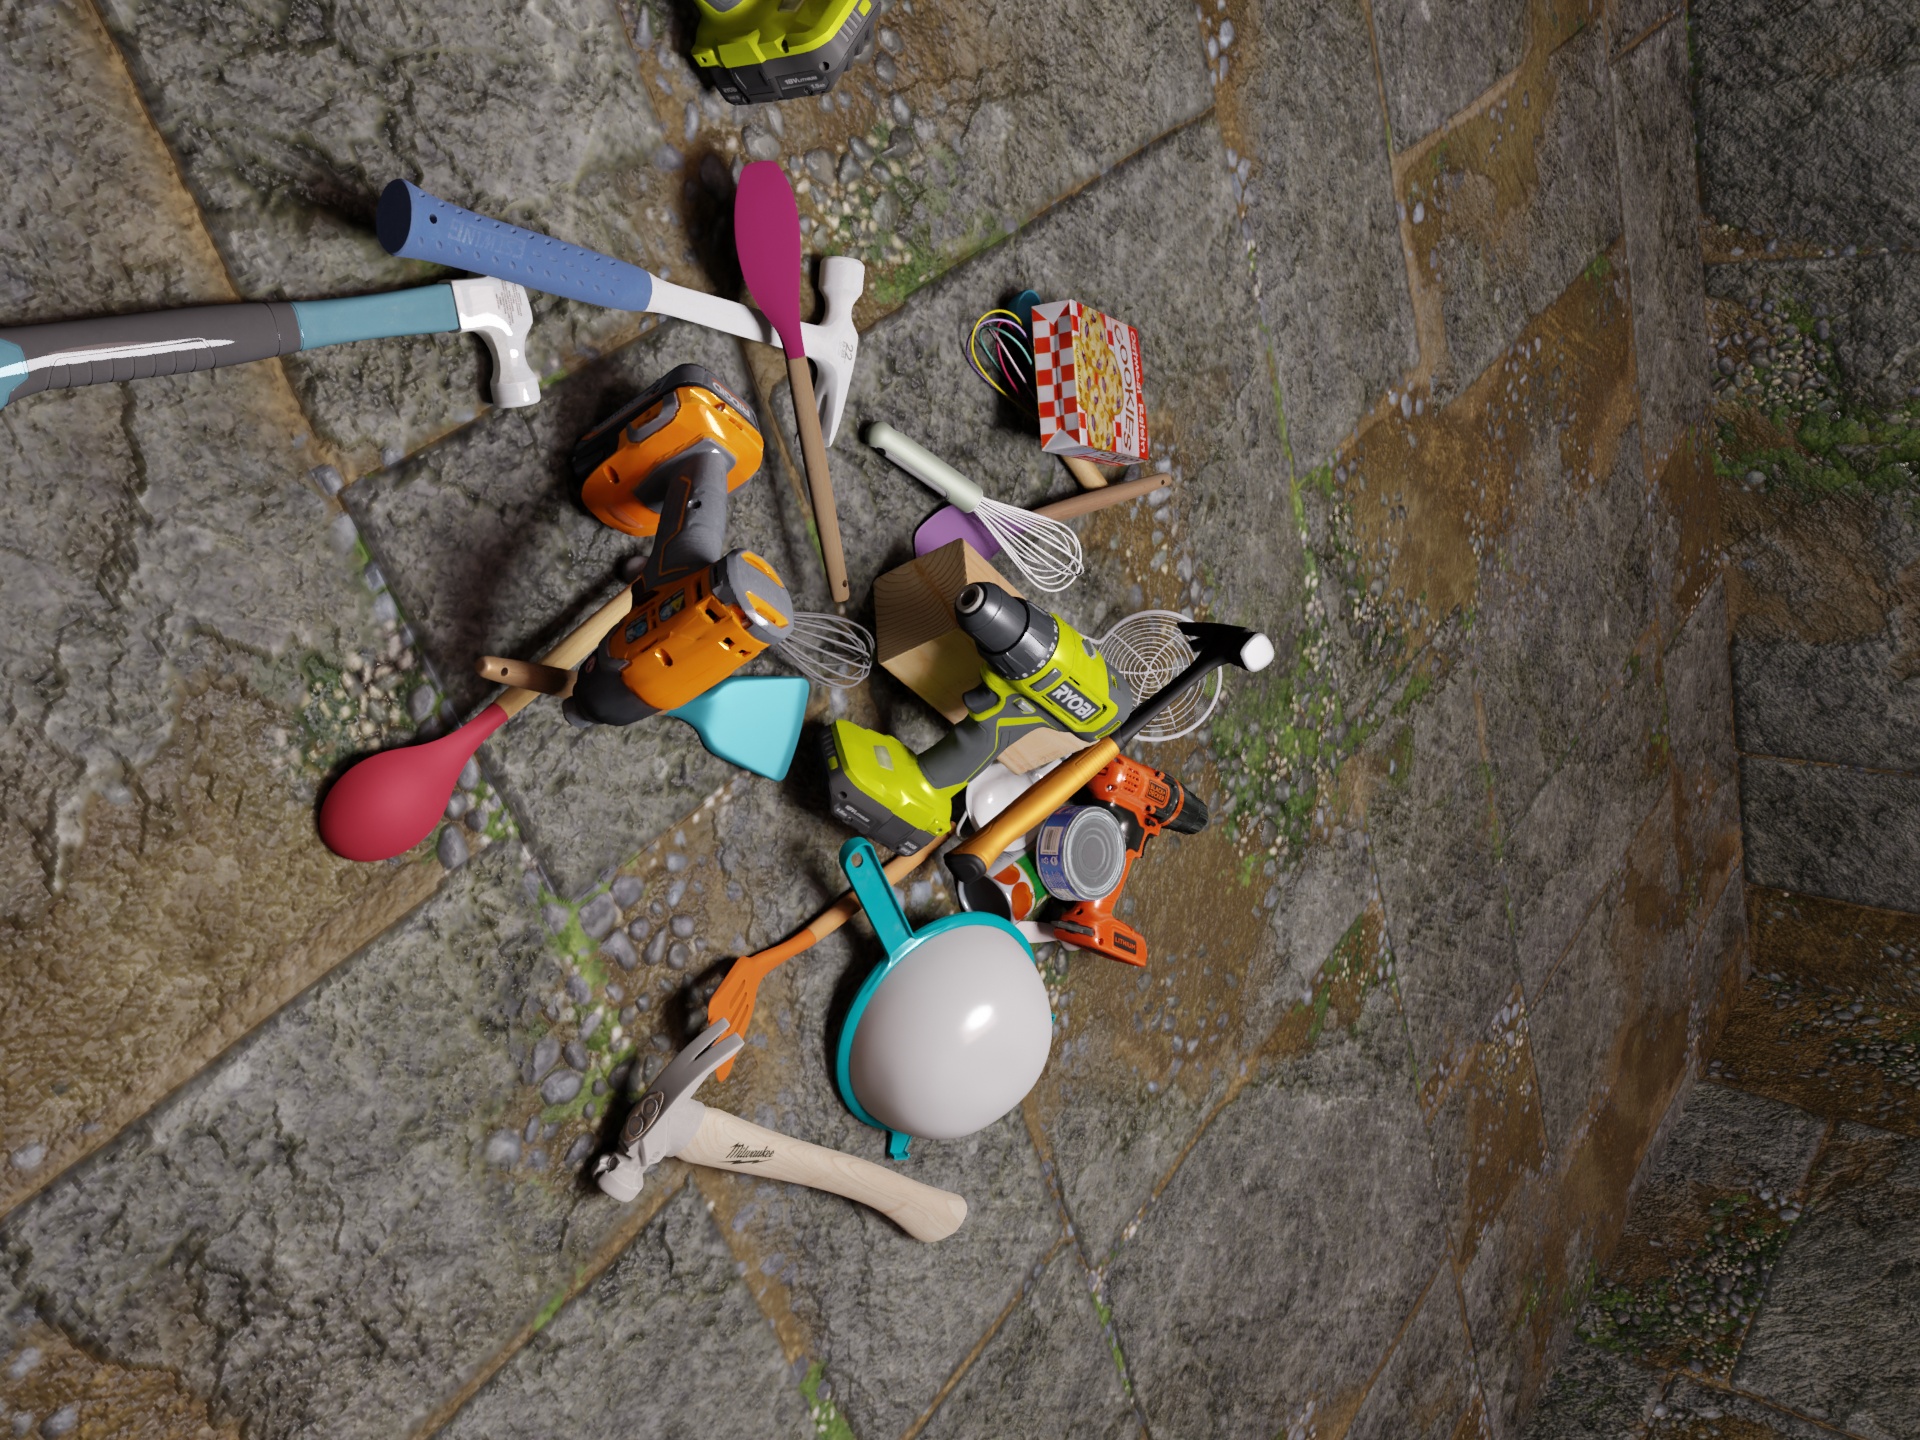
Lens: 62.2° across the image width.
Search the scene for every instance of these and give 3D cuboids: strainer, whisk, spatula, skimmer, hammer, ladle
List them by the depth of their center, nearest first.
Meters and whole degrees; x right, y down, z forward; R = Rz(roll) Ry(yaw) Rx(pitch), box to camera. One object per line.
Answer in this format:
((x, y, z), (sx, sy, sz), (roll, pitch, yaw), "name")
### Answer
((-0.388, -0.218, 0.893), (0.331, 0.033, 0.128), (-24, 115, -44), "hammer")
((-0.280, -0.022, 1.035), (0.315, 0.031, 0.069), (-47, 132, -28), "ladle")
((-0.203, -0.277, 1.059), (0.405, 0.035, 0.144), (-1, 98, -55), "hammer")
((-0.211, -0.014, 1.093), (0.317, 0.044, 0.082), (14, 91, -63), "spatula")
((-0.152, -0.074, 1.180), (0.238, 0.055, 0.055), (22, 80, -43), "whisk")
((-0.109, 0.354, 1.282), (0.146, 0.038, 0.410), (-51, 138, 1), "hammer")
((-0.099, 0.166, 1.283), (0.322, 0.041, 0.081), (-35, 135, -41), "spatula")
((-0.013, 0.229, 1.300), (0.211, 0.095, 0.340), (-38, 132, -19), "strainer")
((0.015, -0.179, 1.326), (0.246, 0.058, 0.059), (30, 85, -34), "whisk")
((0.118, 0.025, 1.390), (0.337, 0.127, 0.034), (-39, 111, -14), "hammer")
((0.079, -0.273, 1.406), (0.244, 0.051, 0.047), (46, 57, -46), "whisk")
((0.080, -0.187, 1.420), (0.316, 0.018, 0.059), (-21, 116, -37), "spatula")
((0.103, -0.071, 1.428), (0.363, 0.090, 0.127), (19, 102, -48), "skimmer")
((0.090, 0.041, 1.438), (0.258, 0.050, 0.087), (-30, 101, -23), "strainer")

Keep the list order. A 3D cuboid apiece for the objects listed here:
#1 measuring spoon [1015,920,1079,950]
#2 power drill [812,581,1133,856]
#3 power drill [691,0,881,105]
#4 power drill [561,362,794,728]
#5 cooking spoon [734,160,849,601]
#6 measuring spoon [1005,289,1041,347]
((0.085, 0.204, 1.515), (0.124, 0.018, 0.034), (10, 90, -48), "measuring spoon")
((-0.002, -0.004, 1.229), (0.190, 0.228, 0.080), (36, 26, -45), "power drill")
((-0.153, -0.508, 1.006), (0.223, 0.171, 0.080), (48, 62, -46), "power drill")
((-0.192, -0.103, 1.011), (0.084, 0.164, 0.227), (37, 31, -44), "power drill")
((-0.114, -0.237, 1.147), (0.069, 0.017, 0.318), (-36, 125, -47), "cooking spoon")
((0.064, -0.323, 1.405), (0.042, 0.021, 0.128), (-57, 143, -29), "measuring spoon")
